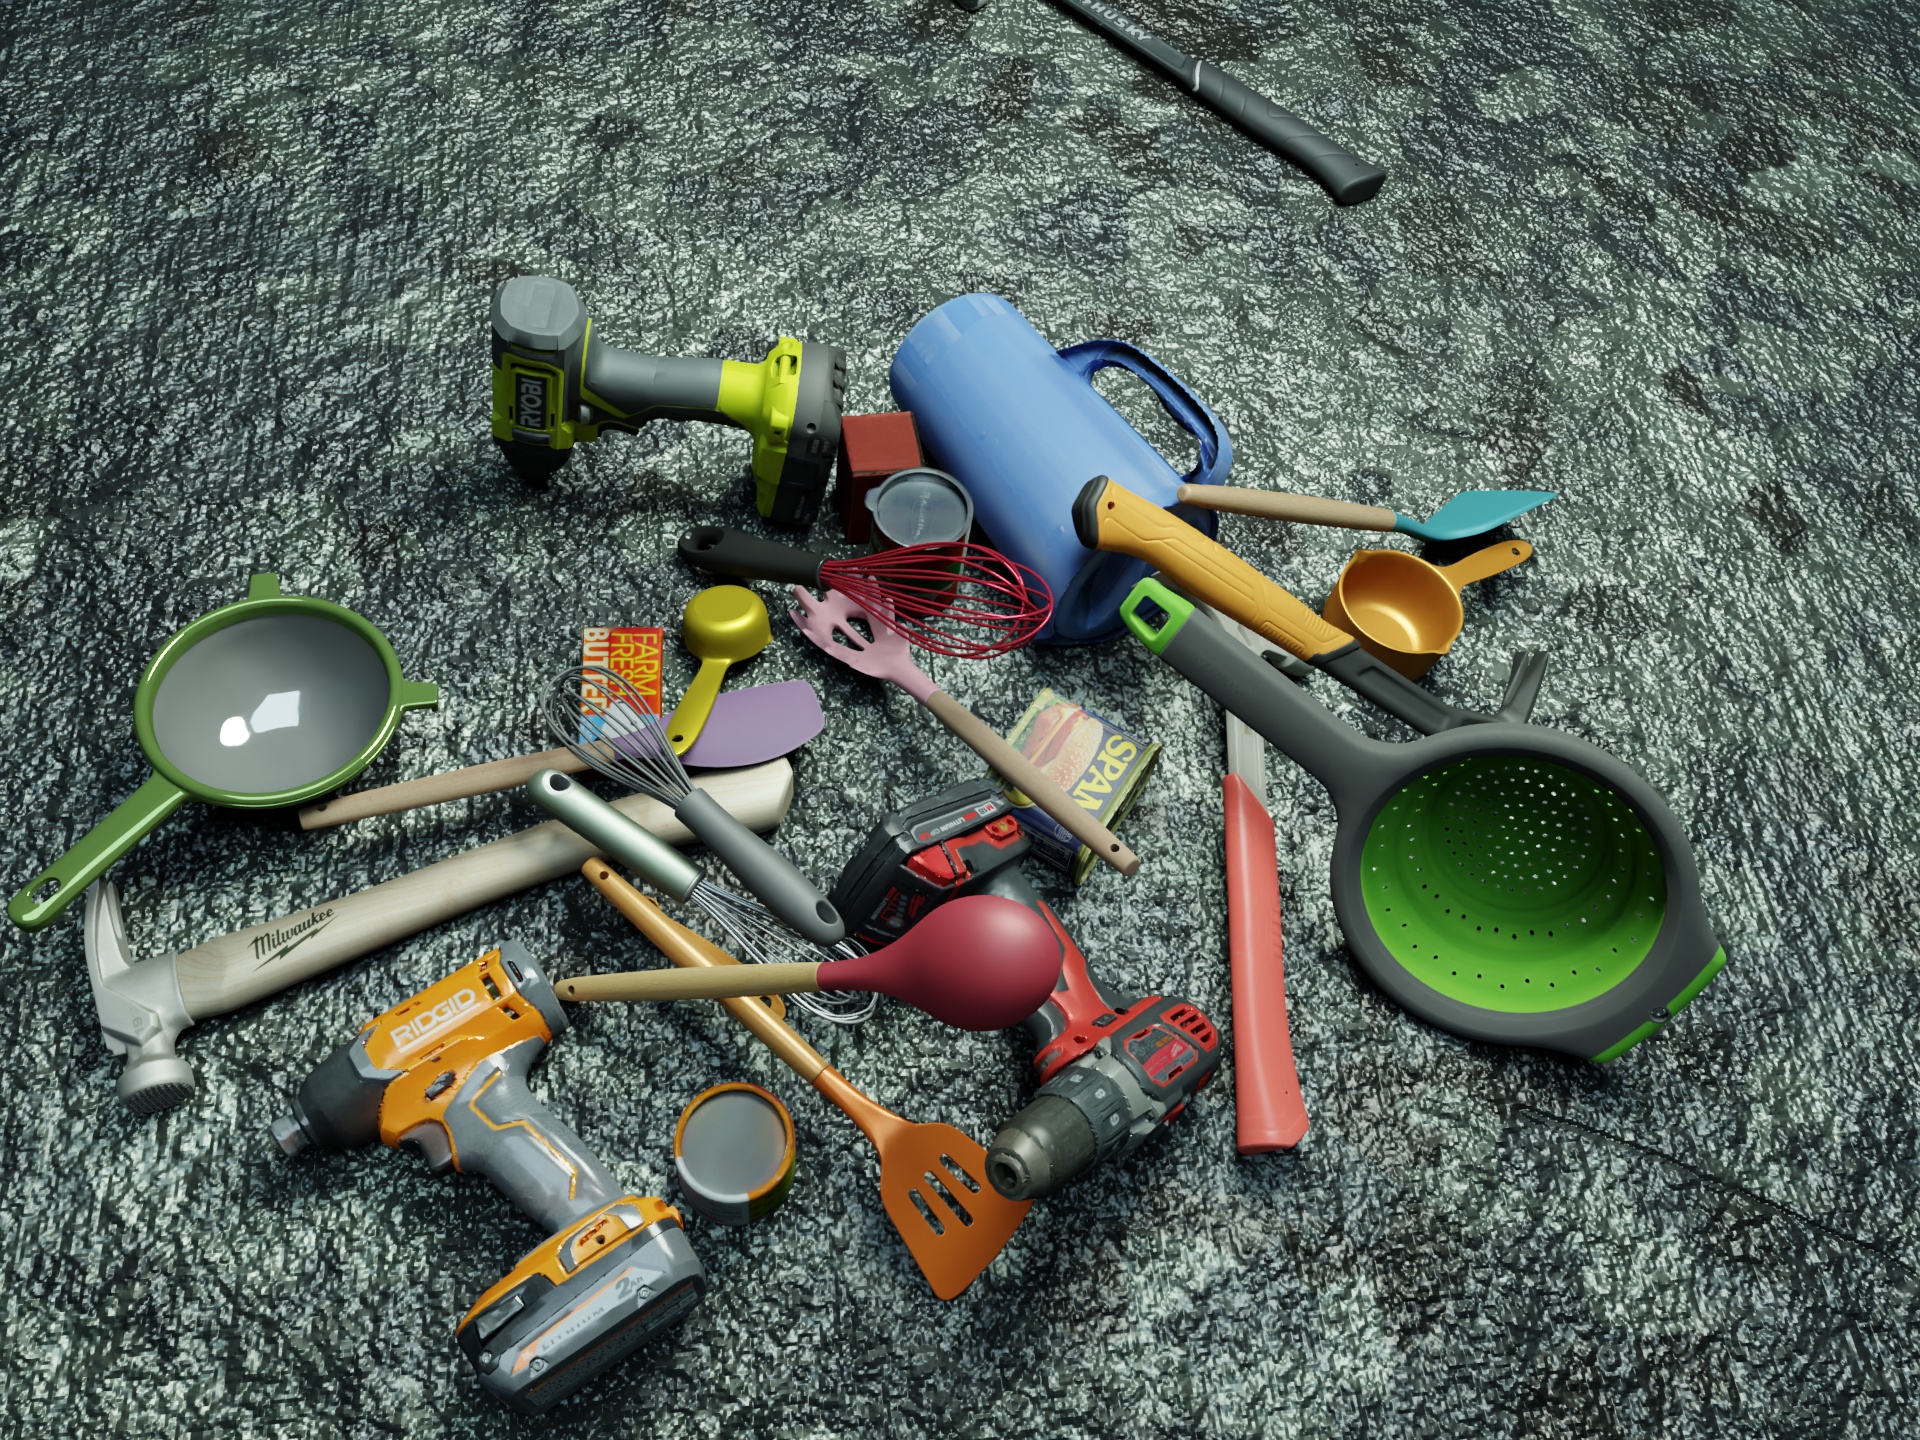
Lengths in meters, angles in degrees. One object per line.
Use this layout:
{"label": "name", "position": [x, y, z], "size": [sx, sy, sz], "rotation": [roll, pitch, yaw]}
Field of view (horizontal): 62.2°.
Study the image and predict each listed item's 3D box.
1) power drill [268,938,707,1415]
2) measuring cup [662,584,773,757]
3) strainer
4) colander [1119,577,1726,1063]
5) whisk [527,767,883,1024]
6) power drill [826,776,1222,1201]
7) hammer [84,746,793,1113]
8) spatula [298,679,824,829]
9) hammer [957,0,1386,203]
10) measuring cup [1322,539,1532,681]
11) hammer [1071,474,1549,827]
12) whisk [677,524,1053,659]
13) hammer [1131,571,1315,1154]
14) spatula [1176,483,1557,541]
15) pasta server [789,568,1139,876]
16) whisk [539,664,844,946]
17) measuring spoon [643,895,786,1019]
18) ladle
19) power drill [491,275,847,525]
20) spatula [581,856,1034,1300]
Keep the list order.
{"label": "power drill", "position": [-0.254, 0.245, 0.845], "size": [0.164, 0.084, 0.227], "rotation": [-30, 64, -20]}
{"label": "measuring cup", "position": [-0.162, -0.035, 1.008], "size": [0.062, 0.029, 0.157], "rotation": [5, 39, 7]}
{"label": "strainer", "position": [-0.441, 0.037, 0.939], "size": [0.151, 0.069, 0.256], "rotation": [32, 59, 11]}
{"label": "colander", "position": [0.269, 0.035, 0.966], "size": [0.397, 0.204, 0.094], "rotation": [38, 31, 4]}
{"label": "whisk", "position": [-0.150, 0.102, 0.929], "size": [0.246, 0.059, 0.058], "rotation": [34, 41, 2]}
{"label": "power drill", "position": [0.026, 0.151, 0.890], "size": [0.227, 0.080, 0.188], "rotation": [47, 36, 17]}
{"label": "hammer", "position": [-0.299, 0.089, 0.951], "size": [0.410, 0.038, 0.146], "rotation": [-20, 63, -16]}
{"label": "spatula", "position": [-0.237, 0.026, 0.971], "size": [0.316, 0.018, 0.060], "rotation": [-12, 54, -15]}
{"label": "hammer", "position": [0.191, -0.565, 1.368], "size": [0.409, 0.036, 0.149], "rotation": [39, 63, 15]}
{"label": "measuring cup", "position": [0.327, -0.082, 1.105], "size": [0.173, 0.052, 0.095], "rotation": [-22, 64, -26]}
{"label": "hammer", "position": [0.217, -0.062, 0.997], "size": [0.336, 0.034, 0.127], "rotation": [29, 84, -16]}
{"label": "whisk", "position": [-0.069, -0.091, 1.015], "size": [0.296, 0.073, 0.073], "rotation": [15, 57, 32]}
{"label": "hammer", "position": [0.172, 0.081, 0.980], "size": [0.149, 0.036, 0.359], "rotation": [19, 60, -31]}
{"label": "spatula", "position": [0.269, -0.147, 1.069], "size": [0.317, 0.082, 0.044], "rotation": [1, 98, -34]}
{"label": "pasta server", "position": [-0.002, -0.003, 0.984], "size": [0.060, 0.040, 0.316], "rotation": [-40, 52, -13]}
{"label": "whisk", "position": [-0.155, 0.048, 0.922], "size": [0.239, 0.055, 0.055], "rotation": [41, 65, 14]}
{"label": "measuring spoon", "position": [-0.152, 0.144, 0.952], "size": [0.117, 0.011, 0.021], "rotation": [35, 63, 9]}
{"label": "ladle", "position": [-0.096, 0.138, 0.860], "size": [0.315, 0.031, 0.069], "rotation": [-8, 85, 27]}
{"label": "power drill", "position": [-0.197, -0.203, 1.059], "size": [0.223, 0.171, 0.080], "rotation": [9, 60, -11]}
{"label": "spatula", "position": [-0.098, 0.188, 0.905], "size": [0.323, 0.041, 0.081], "rotation": [40, 66, 13]}
